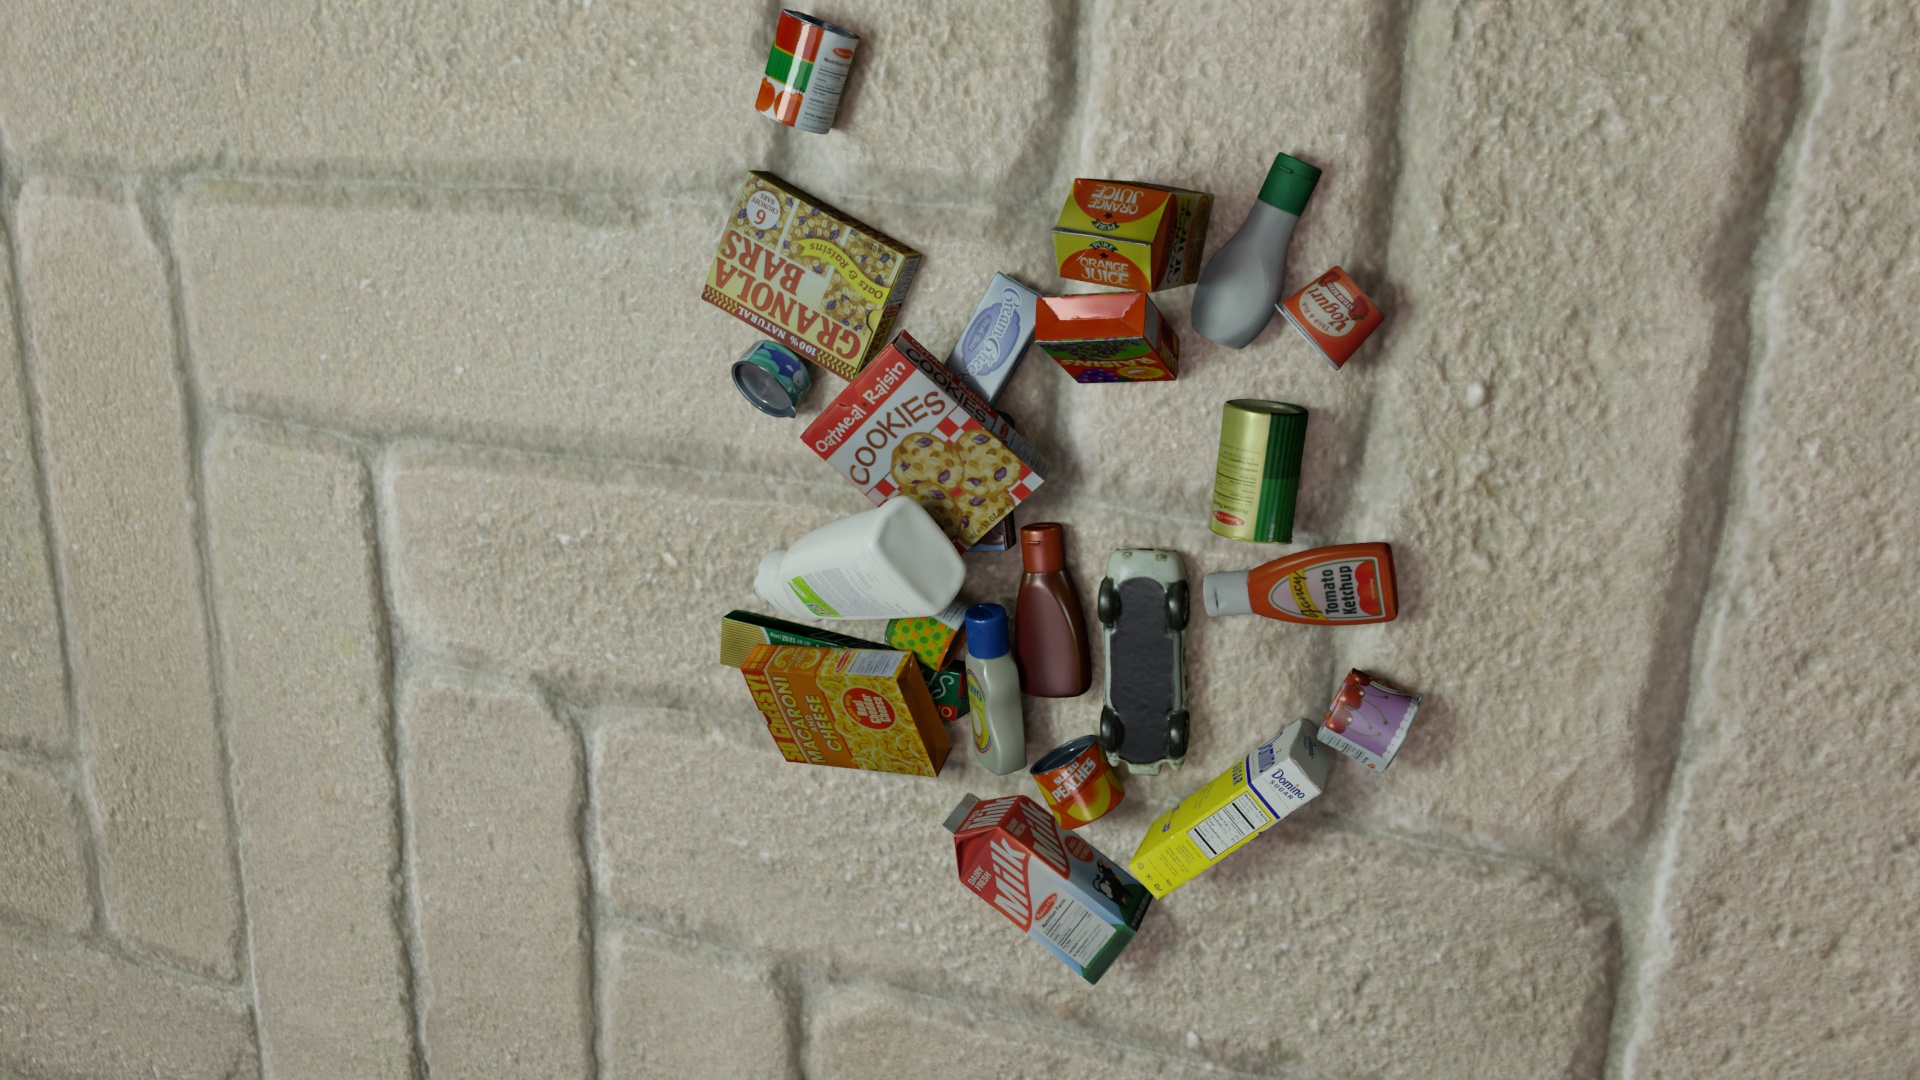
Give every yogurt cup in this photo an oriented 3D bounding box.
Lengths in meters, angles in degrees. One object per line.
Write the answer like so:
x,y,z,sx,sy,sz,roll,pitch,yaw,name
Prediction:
0.282,-0.170,1.049,0.054,0.072,0.072,-43,86,17,yogurt cup

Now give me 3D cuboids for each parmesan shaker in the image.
0.237,-0.055,1.093,0.071,0.071,0.102,10,106,19,parmesan shaker

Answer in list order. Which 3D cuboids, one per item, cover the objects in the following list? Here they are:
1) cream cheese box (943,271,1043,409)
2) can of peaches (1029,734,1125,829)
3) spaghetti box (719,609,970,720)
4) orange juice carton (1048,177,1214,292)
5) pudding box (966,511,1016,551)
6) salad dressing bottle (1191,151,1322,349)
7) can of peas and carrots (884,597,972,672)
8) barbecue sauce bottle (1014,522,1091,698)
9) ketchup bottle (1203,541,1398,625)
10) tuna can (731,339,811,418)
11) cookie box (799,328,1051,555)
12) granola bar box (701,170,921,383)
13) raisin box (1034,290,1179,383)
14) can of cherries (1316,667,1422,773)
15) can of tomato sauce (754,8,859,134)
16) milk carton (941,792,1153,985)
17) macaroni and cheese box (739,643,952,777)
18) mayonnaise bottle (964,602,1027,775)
0.029,-0.167,1.157,0.053,0.024,0.103,32,98,12,cream cheese box
0.103,0.212,1.213,0.071,0.071,0.058,-27,94,25,can of peaches
-0.109,0.115,1.294,0.250,0.029,0.050,11,108,19,spaghetti box
0.127,-0.225,1.023,0.072,0.193,0.072,14,108,18,orange juice carton
0.004,-0.015,1.216,0.083,0.030,0.049,-2,102,22,pudding box
0.229,-0.222,1.067,0.064,0.044,0.147,35,113,29,salad dressing bottle
-0.027,0.077,1.232,0.059,0.071,0.070,28,112,12,can of peas and carrots
0.076,0.060,1.199,0.065,0.044,0.148,0,103,28,barbecue sauce bottle
0.272,0.038,1.117,0.149,0.044,0.064,-6,102,23,ketchup bottle
-0.165,-0.142,1.231,0.071,0.033,0.070,27,150,17,tuna can
-0.029,-0.074,1.146,0.167,0.040,0.122,42,119,-11,cookie box
-0.132,-0.230,1.209,0.166,0.039,0.123,30,113,12,granola bar box
0.116,-0.157,1.083,0.086,0.123,0.040,0,81,21,raisin box
0.327,0.141,1.111,0.058,0.072,0.071,27,112,14,can of cherries
-0.129,-0.389,1.153,0.071,0.071,0.082,27,112,13,can of tomato sauce
0.071,0.299,1.247,0.191,0.072,0.073,36,114,8,milk carton
-0.105,0.154,1.263,0.166,0.040,0.123,0,128,27,macaroni and cheese box
0.028,0.128,1.215,0.041,0.065,0.147,-14,113,-18,mayonnaise bottle
